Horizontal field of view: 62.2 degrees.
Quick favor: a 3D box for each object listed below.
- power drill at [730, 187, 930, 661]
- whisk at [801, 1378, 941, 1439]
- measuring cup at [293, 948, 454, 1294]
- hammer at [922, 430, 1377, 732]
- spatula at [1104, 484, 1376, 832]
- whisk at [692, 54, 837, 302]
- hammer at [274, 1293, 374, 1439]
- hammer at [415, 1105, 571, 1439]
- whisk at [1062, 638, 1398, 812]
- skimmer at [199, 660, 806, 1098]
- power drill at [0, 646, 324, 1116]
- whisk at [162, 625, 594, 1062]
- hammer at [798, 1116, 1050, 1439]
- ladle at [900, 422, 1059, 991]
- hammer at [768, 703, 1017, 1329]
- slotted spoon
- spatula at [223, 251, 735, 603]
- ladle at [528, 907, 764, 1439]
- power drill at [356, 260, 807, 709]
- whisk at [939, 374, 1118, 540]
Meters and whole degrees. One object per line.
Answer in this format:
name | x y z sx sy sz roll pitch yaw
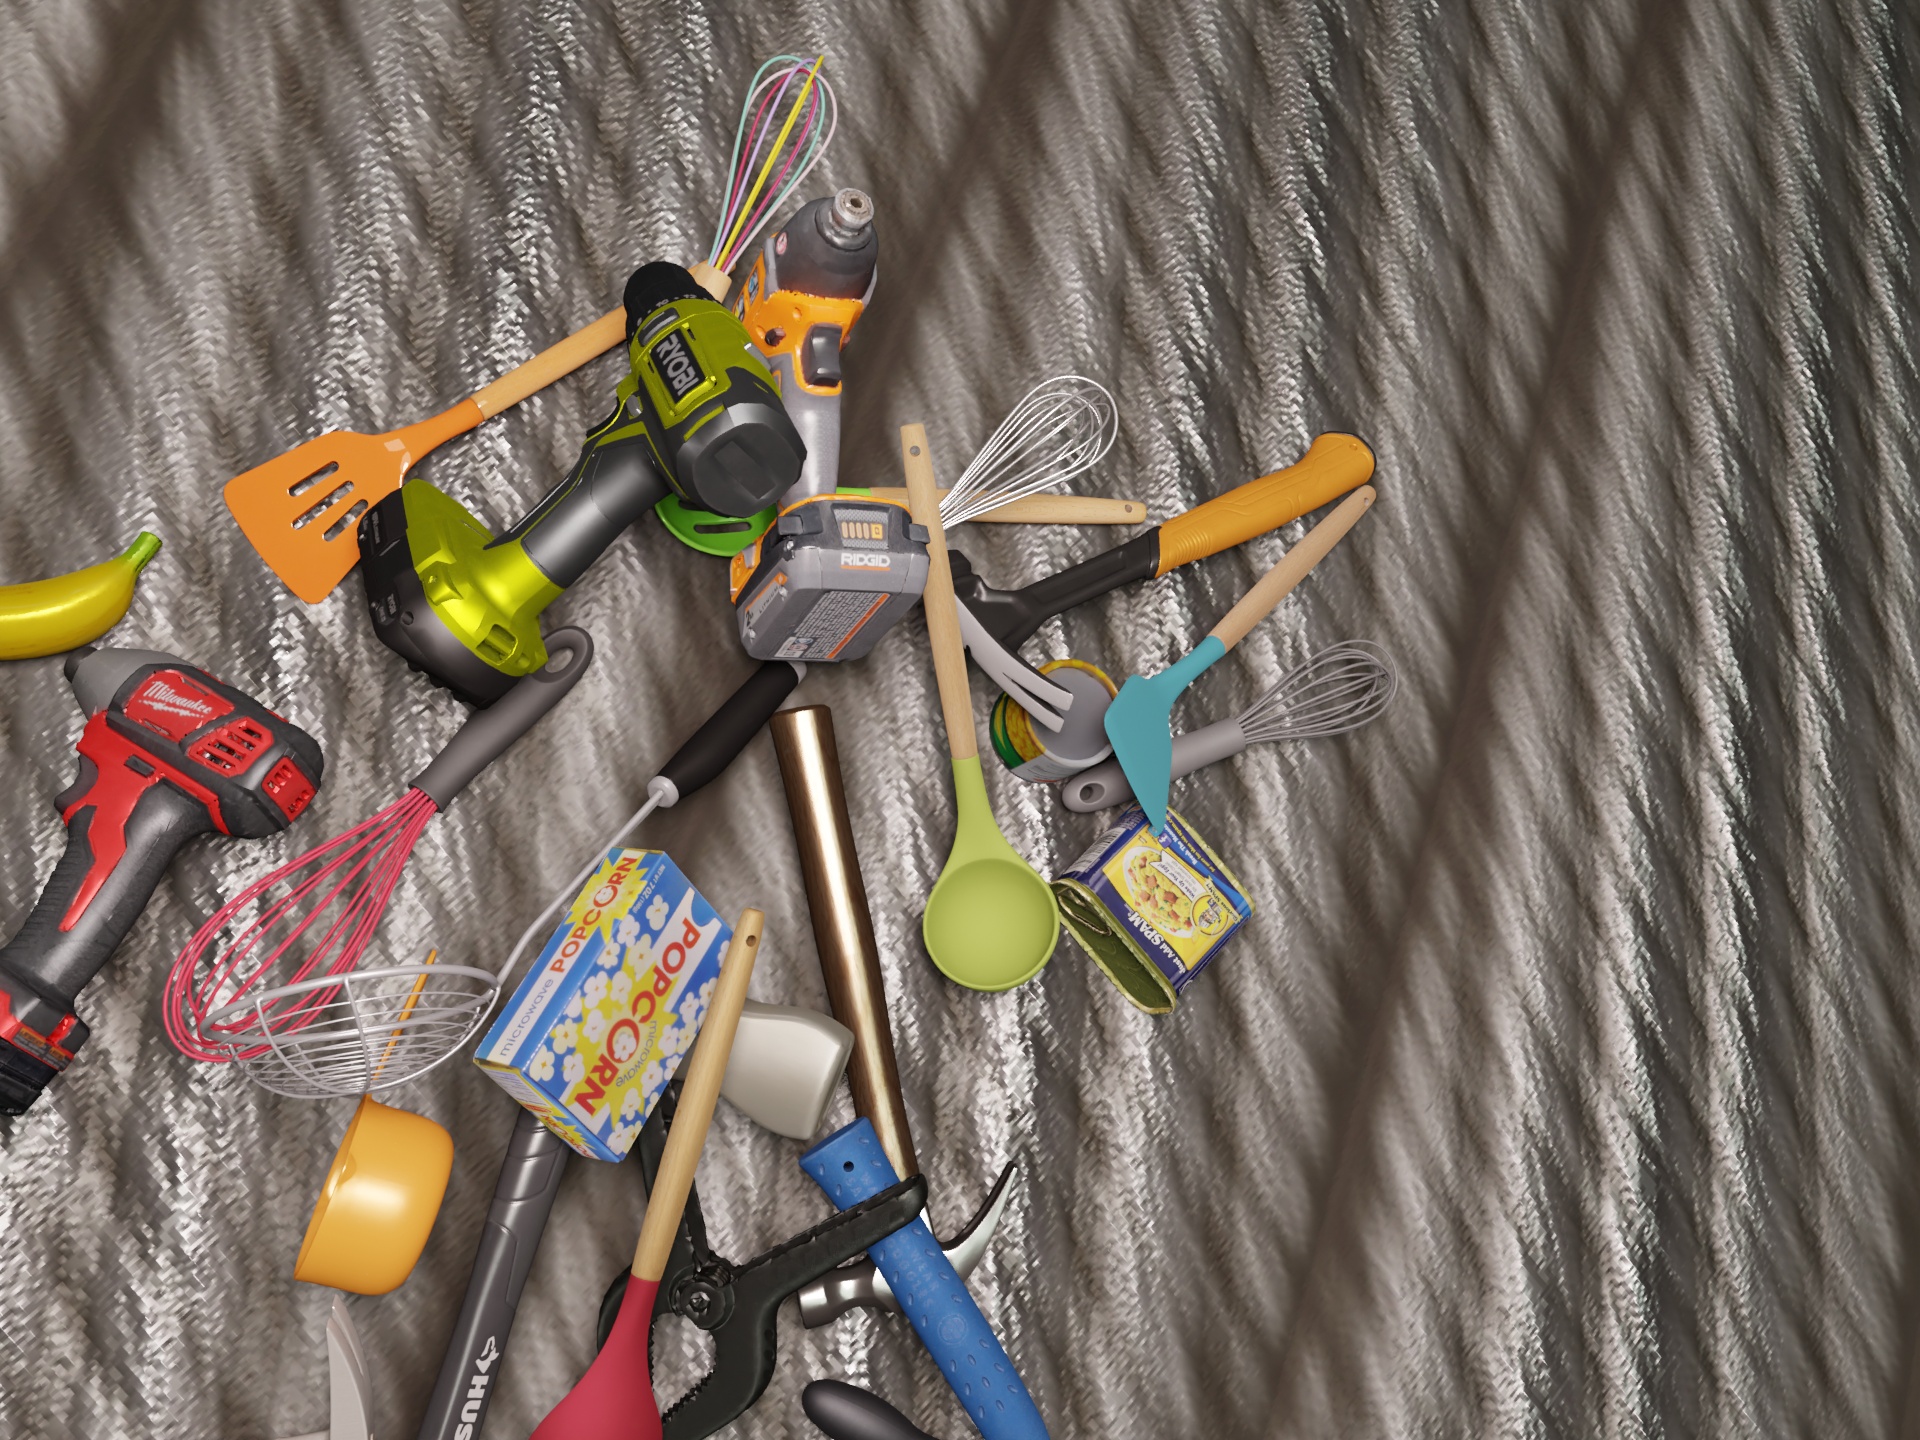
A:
power drill | -0.075 -0.161 0.853 0.084 0.164 0.227 1 71 -24
whisk | 0.040 0.427 0.856 0.284 0.070 0.070 30 72 -4
measuring cup | -0.276 0.200 0.800 0.052 0.095 0.174 24 54 -17
hammer | 0.140 -0.106 0.975 0.337 0.034 0.127 -26 62 -29
spatula | 0.181 -0.059 0.984 0.317 0.044 0.082 -43 117 -30
whisk | -0.135 -0.283 0.933 0.051 0.047 0.245 29 84 -41
hammer | -0.477 0.348 0.705 0.410 0.038 0.146 0 98 -15
hammer | -0.219 0.268 0.771 0.146 0.035 0.335 36 64 -52
whisk | 0.169 0.006 0.988 0.239 0.055 0.055 -21 86 -16
skimmer | -0.211 0.055 0.812 0.090 0.127 0.363 44 52 -6
power drill | -0.432 0.063 0.766 0.143 0.078 0.220 29 65 12
whisk | -0.293 0.055 0.830 0.073 0.073 0.296 41 64 -6
hammer | 0.047 0.385 0.819 0.144 0.035 0.405 -32 86 -6
ladle | -0.001 -0.003 0.880 0.078 0.062 0.320 -9 103 1
hammer | -0.054 0.154 0.877 0.130 0.031 0.331 -11 84 -8
slotted spoon | -0.031 -0.130 0.964 0.313 0.031 0.070 -1 79 -19
spatula | -0.258 -0.186 0.908 0.322 0.041 0.081 -39 93 -24
ladle | -0.145 0.245 0.774 0.069 0.031 0.315 19 85 -29
power drill | -0.197 -0.131 0.821 0.228 0.080 0.191 -37 47 8
whisk | -0.010 -0.121 0.936 0.246 0.057 0.059 -37 82 -5
